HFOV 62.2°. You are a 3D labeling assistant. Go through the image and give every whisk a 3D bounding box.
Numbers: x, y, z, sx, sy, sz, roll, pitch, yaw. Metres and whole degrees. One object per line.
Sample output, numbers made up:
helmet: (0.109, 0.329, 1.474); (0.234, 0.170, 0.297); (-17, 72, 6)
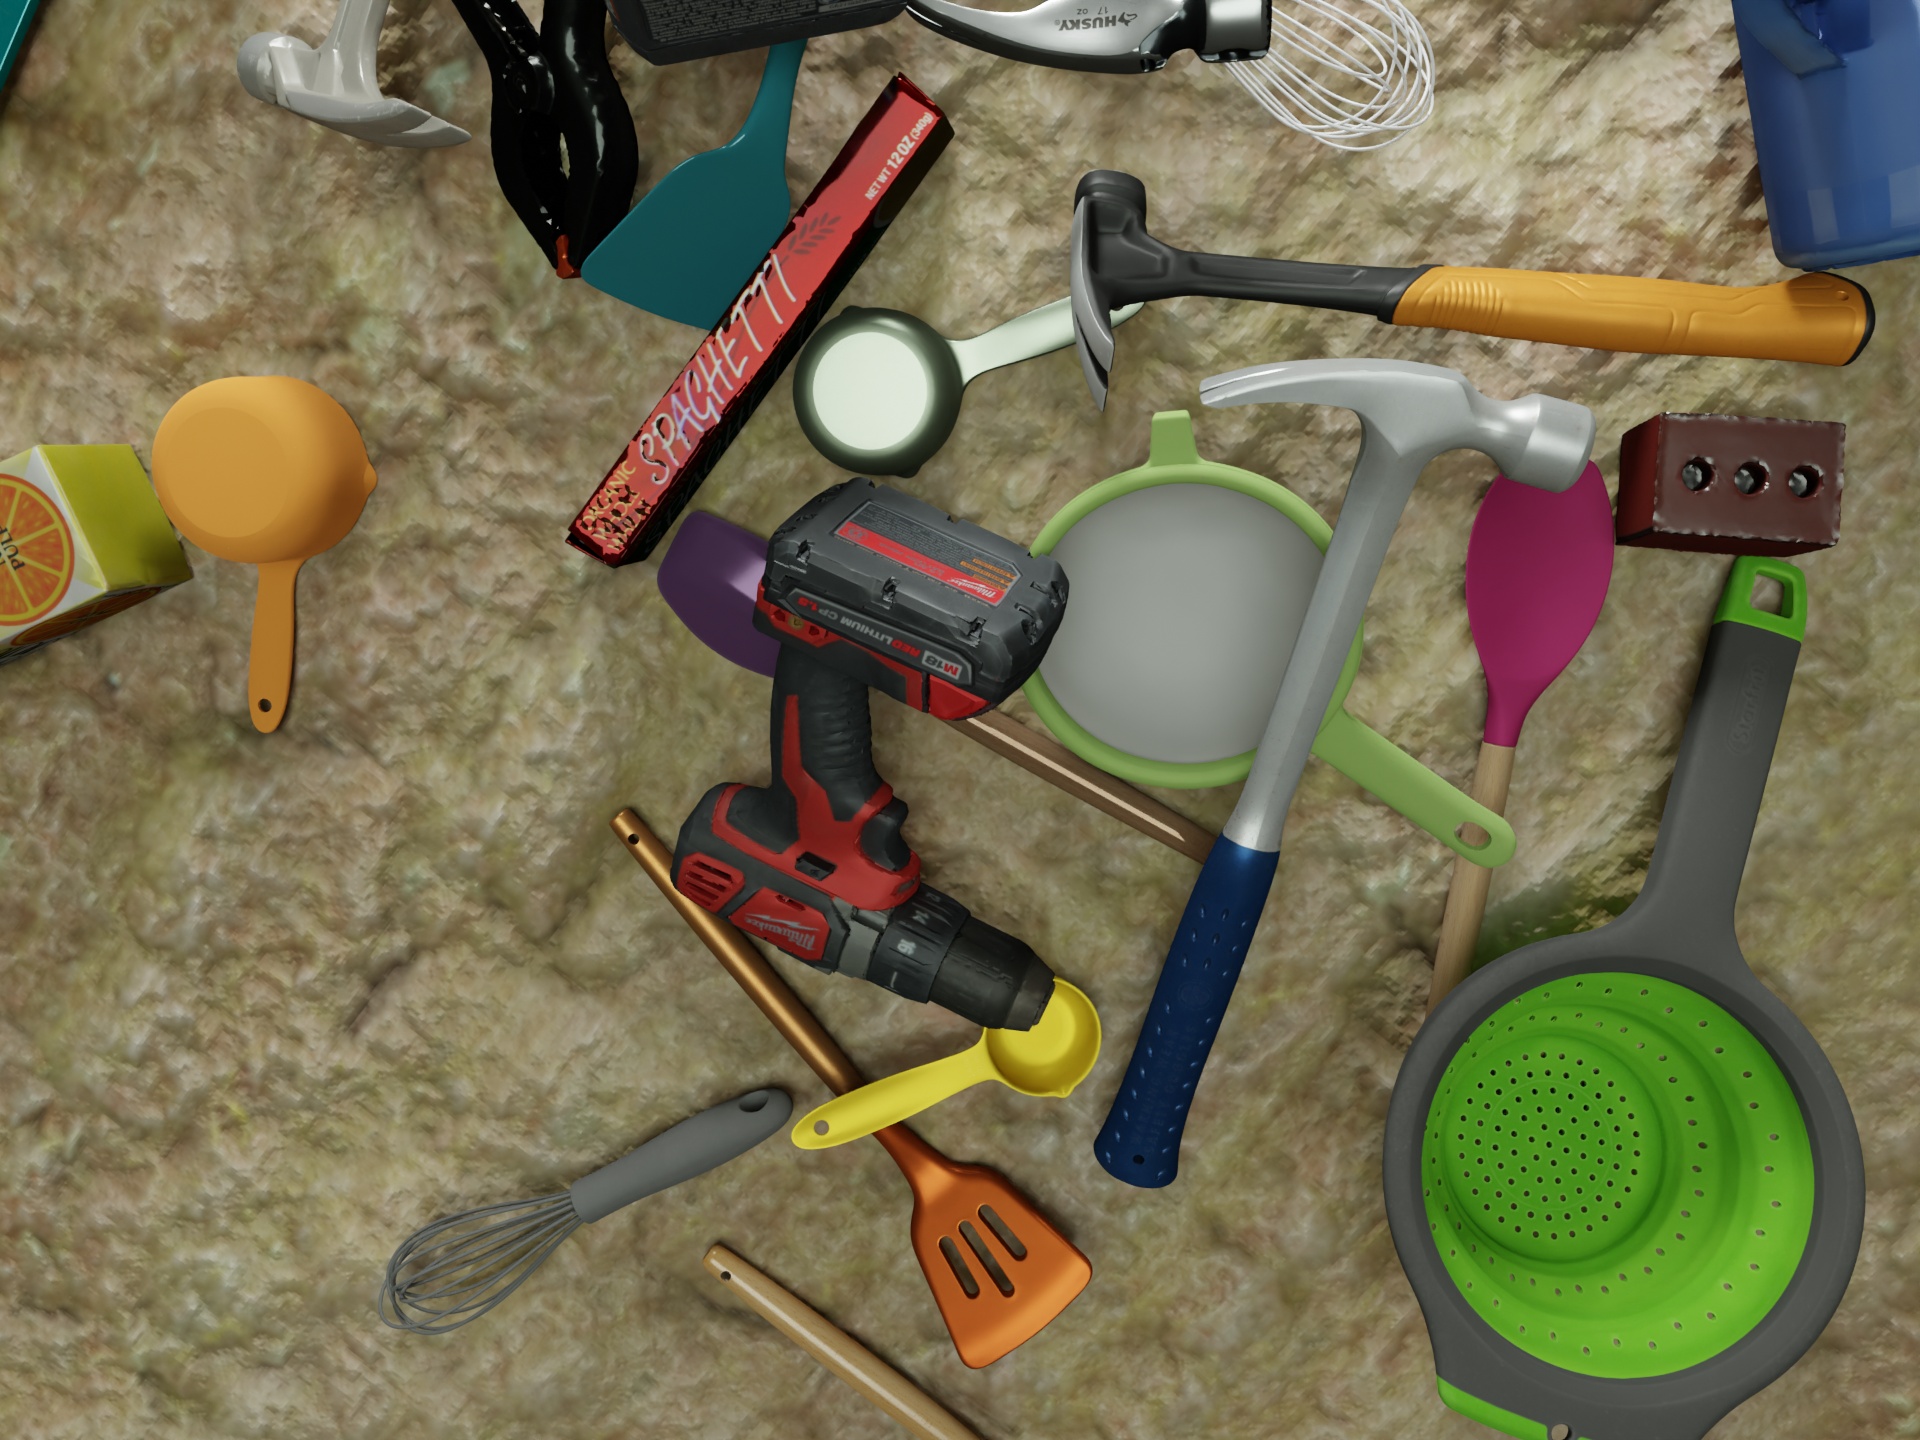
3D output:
whisk: (0.076, -0.330, 0.667); (0.284, 0.070, 0.070); (34, 102, 3)
whisk: (-0.189, 0.244, 0.802); (0.239, 0.055, 0.055); (-28, 97, 6)

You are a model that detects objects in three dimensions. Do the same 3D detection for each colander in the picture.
colander: (0.305, 0.120, 0.724); (0.204, 0.094, 0.397); (17, 84, 2)

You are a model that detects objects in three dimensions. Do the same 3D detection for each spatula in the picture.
spatula: (-0.001, -0.002, 0.752); (0.316, 0.018, 0.059); (29, 103, 0)
spatula: (-0.069, -0.319, 0.667); (0.082, 0.044, 0.317); (11, 105, -42)
spatula: (-0.065, 0.170, 0.779); (0.081, 0.041, 0.322); (-40, 94, 4)

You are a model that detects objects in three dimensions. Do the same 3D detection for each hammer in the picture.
hammer: (-0.206, -0.420, 0.658); (0.149, 0.036, 0.359); (25, 99, 36)
hammer: (0.048, -0.462, 0.626); (0.149, 0.036, 0.409); (0, 92, 12)
hammer: (0.214, -0.173, 0.667); (0.337, 0.127, 0.034); (4, 142, -1)
hammer: (0.123, 0.040, 0.686); (0.144, 0.035, 0.405); (15, 117, 2)

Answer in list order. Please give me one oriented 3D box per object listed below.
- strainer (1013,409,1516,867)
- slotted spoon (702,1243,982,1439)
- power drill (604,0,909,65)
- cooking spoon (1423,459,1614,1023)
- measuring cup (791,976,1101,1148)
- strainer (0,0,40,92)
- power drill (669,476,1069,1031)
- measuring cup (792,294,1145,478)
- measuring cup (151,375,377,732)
strainer: (0.143, -0.021, 0.712); (0.256, 0.069, 0.151); (34, 116, -9)
slotted spoon: (-0.004, 0.367, 0.818); (0.314, 0.031, 0.070); (37, 101, -1)
power drill: (-0.110, -0.372, 0.595); (0.164, 0.084, 0.226); (-12, 84, -4)
cooking spoon: (0.244, 0.035, 0.738); (0.068, 0.017, 0.319); (6, 101, -7)
measuring cup: (-0.008, 0.169, 0.766); (0.156, 0.029, 0.062); (-22, 92, -2)
strainer: (-0.397, -0.397, 0.673); (0.211, 0.095, 0.340); (30, 100, -1)
power drill: (-0.023, 0.029, 0.695); (0.188, 0.080, 0.226); (25, 125, 8)
measuring cup: (0.003, -0.162, 0.710); (0.167, 0.038, 0.083); (-19, 99, 10)
measuring cup: (-0.334, -0.075, 0.749); (0.095, 0.052, 0.173); (7, 99, 3)
